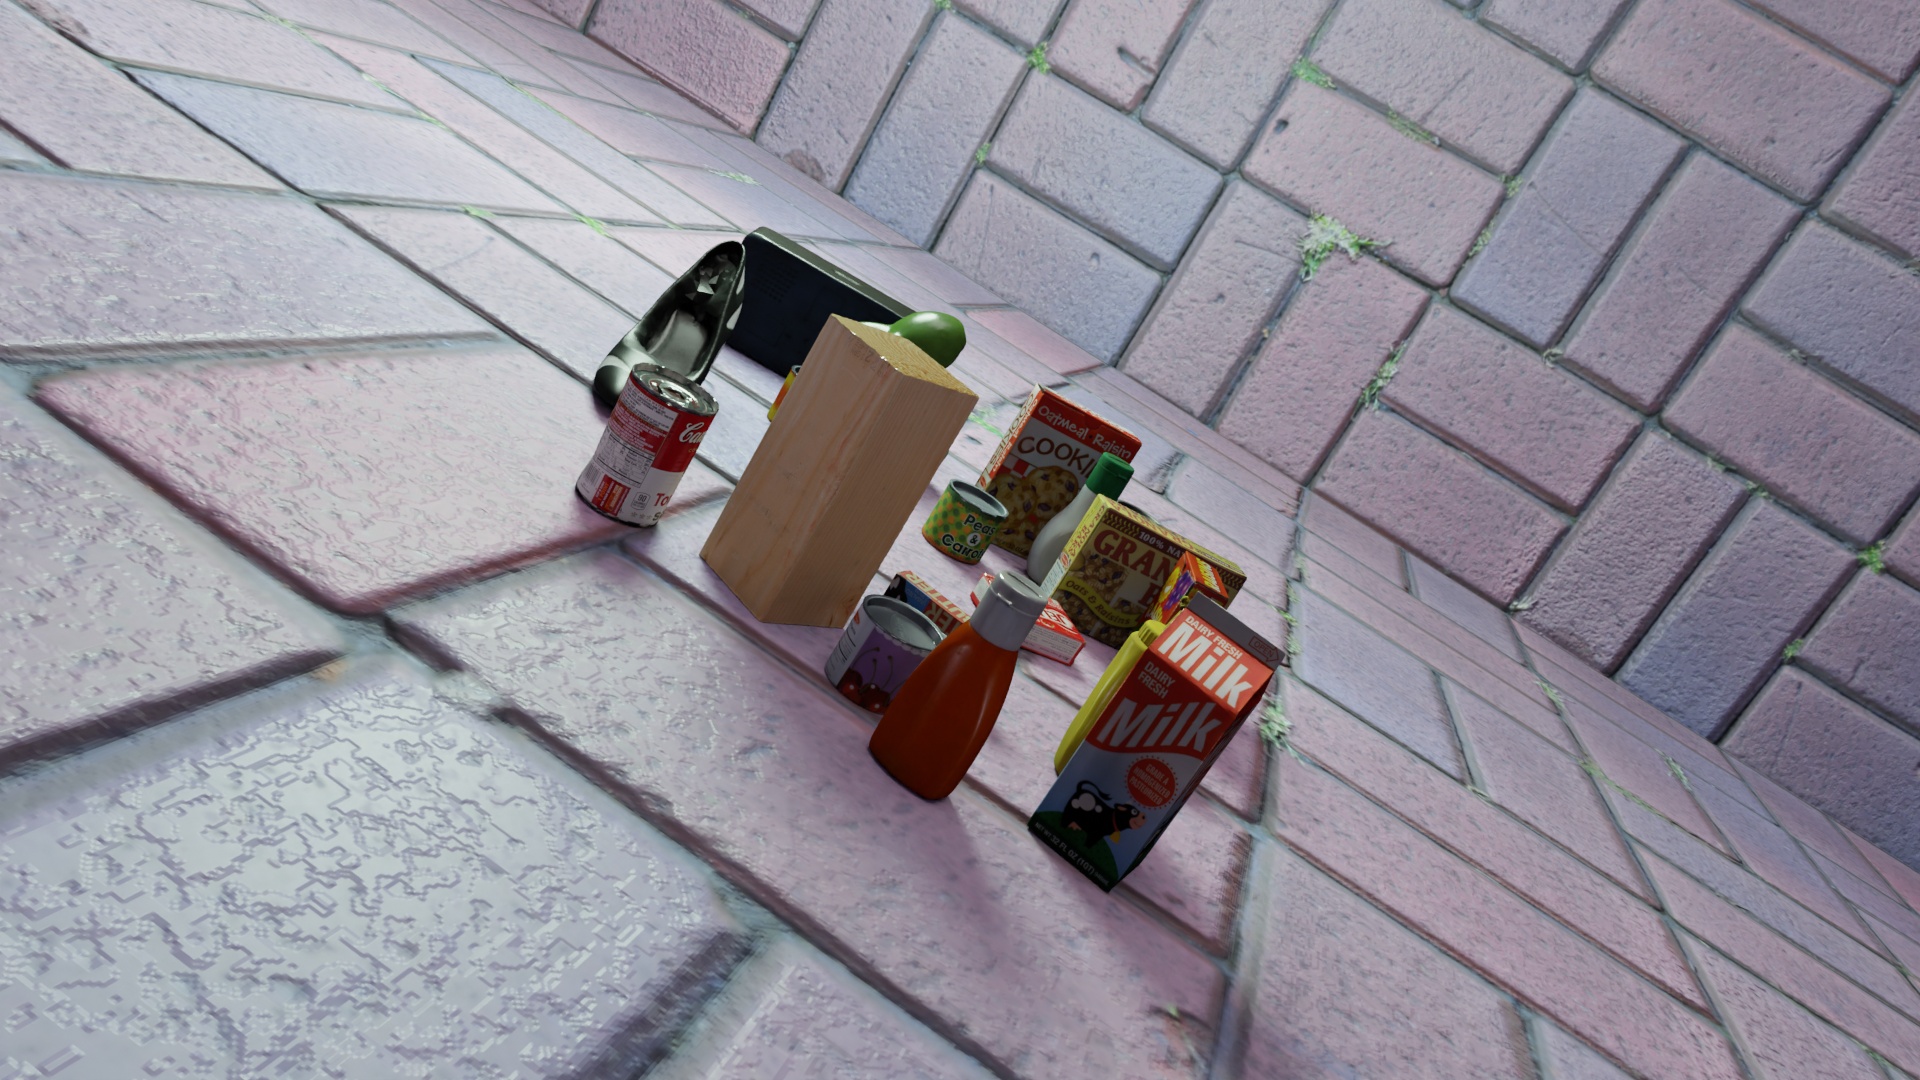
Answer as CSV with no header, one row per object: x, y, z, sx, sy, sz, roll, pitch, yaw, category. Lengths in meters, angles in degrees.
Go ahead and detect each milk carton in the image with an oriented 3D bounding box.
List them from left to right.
0.131,0.129,0.910,0.072,0.190,0.073,37,17,18,milk carton

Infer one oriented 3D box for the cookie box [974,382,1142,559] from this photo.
0.092,-0.062,1.434,0.123,0.167,0.040,25,17,-19,cookie box

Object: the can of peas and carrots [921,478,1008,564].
0.005,-0.017,1.343,0.071,0.058,0.071,29,16,-9,can of peas and carrots

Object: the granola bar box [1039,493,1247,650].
0.174,0.046,1.342,0.165,0.124,0.039,26,17,-18,granola bar box

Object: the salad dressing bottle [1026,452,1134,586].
0.122,-0.018,1.394,0.064,0.147,0.044,22,18,-29,salad dressing bottle

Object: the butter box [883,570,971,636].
-0.017,0.073,1.054,0.103,0.053,0.024,36,17,15,butter box

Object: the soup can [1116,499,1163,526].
0.175,0.007,1.528,0.071,0.083,0.071,29,16,-9,soup can

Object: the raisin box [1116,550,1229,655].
0.193,0.080,1.277,0.040,0.123,0.086,30,16,-6,raisin box

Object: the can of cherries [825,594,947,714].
-0.050,0.081,0.965,0.071,0.058,0.072,29,16,-9,can of cherries

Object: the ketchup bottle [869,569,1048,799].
0.002,0.089,0.876,0.065,0.148,0.043,38,17,21,ketchup bottle

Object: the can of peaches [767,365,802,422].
-0.154,-0.136,1.411,0.071,0.058,0.071,29,16,-9,can of peaches

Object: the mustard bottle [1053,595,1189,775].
0.126,0.109,1.012,0.049,0.159,0.065,32,16,1,mustard bottle
